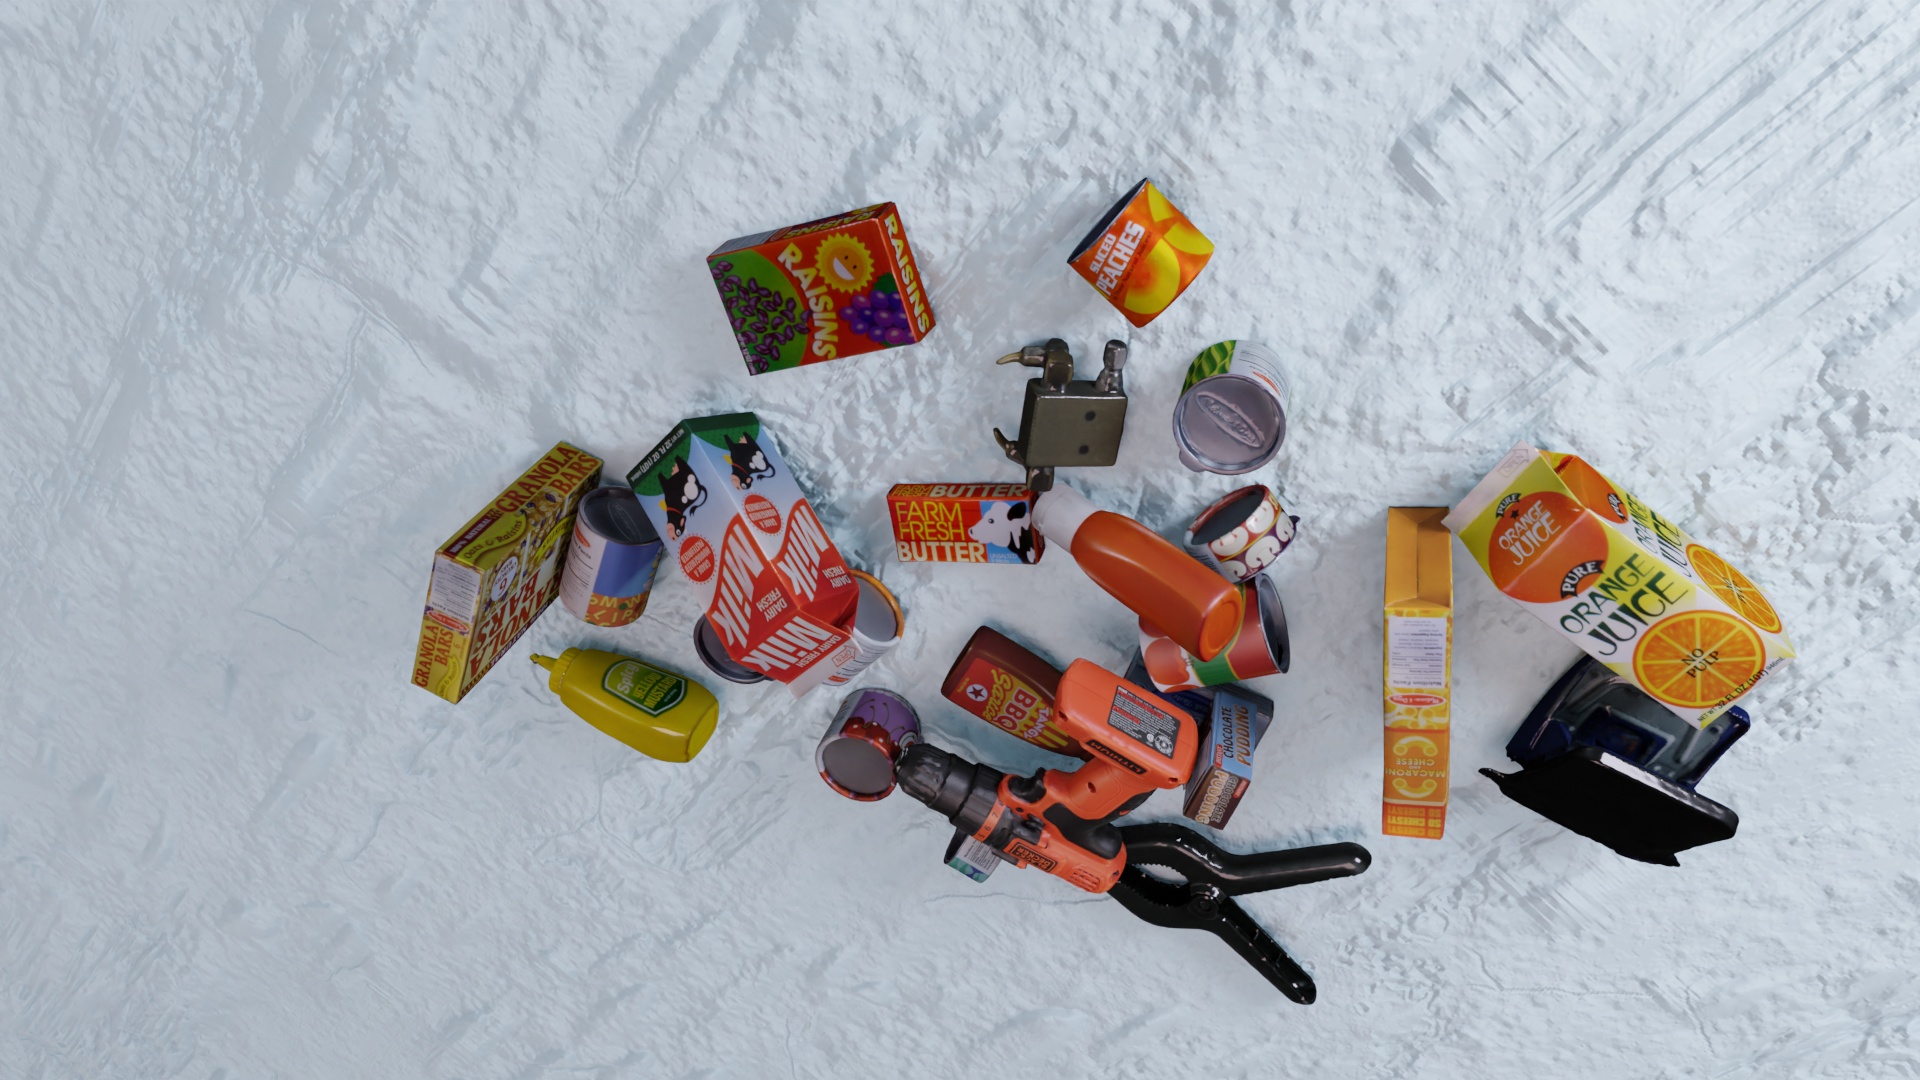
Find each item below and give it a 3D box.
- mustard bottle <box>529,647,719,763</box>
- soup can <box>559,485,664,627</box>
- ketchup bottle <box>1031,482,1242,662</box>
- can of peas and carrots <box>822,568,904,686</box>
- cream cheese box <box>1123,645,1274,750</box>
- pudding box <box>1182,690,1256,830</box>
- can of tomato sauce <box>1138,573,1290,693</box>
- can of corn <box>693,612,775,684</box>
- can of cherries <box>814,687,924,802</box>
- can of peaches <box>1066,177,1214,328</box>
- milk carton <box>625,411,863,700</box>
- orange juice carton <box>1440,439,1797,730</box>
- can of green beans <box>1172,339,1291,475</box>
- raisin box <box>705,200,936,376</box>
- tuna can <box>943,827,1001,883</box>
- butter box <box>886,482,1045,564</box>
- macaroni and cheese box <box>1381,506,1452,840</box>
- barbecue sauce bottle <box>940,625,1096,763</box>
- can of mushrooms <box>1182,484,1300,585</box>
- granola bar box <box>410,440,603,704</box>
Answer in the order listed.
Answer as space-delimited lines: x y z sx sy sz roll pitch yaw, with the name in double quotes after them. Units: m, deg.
-0.271 0.120 1.091 0.160 0.066 0.048 21 127 9 "mustard bottle"
-0.252 0.012 1.023 0.071 0.072 0.083 25 124 2 "soup can"
0.109 0.015 0.884 0.149 0.044 0.064 37 157 31 "ketchup bottle"
-0.084 0.060 0.997 0.071 0.071 0.058 45 122 -10 "can of peas and carrots"
0.162 0.118 0.975 0.104 0.024 0.053 23 123 4 "cream cheese box"
0.173 0.145 0.922 0.030 0.084 0.049 21 122 2 "pudding box"
0.167 0.061 0.916 0.083 0.071 0.071 -14 114 25 "can of tomato sauce"
-0.152 0.064 1.023 0.071 0.058 0.070 8 121 13 "can of corn"
-0.067 0.155 1.049 0.071 0.059 0.071 8 121 14 "can of cherries"
0.104 -0.165 0.804 0.058 0.071 0.071 42 122 -10 "can of peaches"
-0.137 0.011 0.939 0.072 0.074 0.191 -37 79 31 "milk carton"
0.384 0.019 0.820 0.193 0.073 0.071 34 123 -3 "orange juice carton"
0.165 -0.081 0.840 0.071 0.058 0.071 8 121 13 "can of green beans"
-0.088 -0.159 0.887 0.123 0.040 0.085 -8 115 23 "raisin box"
0.017 0.225 1.060 0.033 0.071 0.070 31 123 -2 "tuna can"
0.003 -0.012 0.951 0.103 0.024 0.053 1 120 17 "butter box"
0.282 0.080 0.857 0.040 0.124 0.165 1 119 18 "macaroni and cheese box"
0.063 0.122 0.998 0.148 0.044 0.064 31 129 -2 "barbecue sauce bottle"
0.177 -0.005 0.877 0.071 0.071 0.033 -31 105 29 "can of mushrooms"
-0.319 0.020 0.986 0.039 0.166 0.123 25 123 1 "granola bar box"
